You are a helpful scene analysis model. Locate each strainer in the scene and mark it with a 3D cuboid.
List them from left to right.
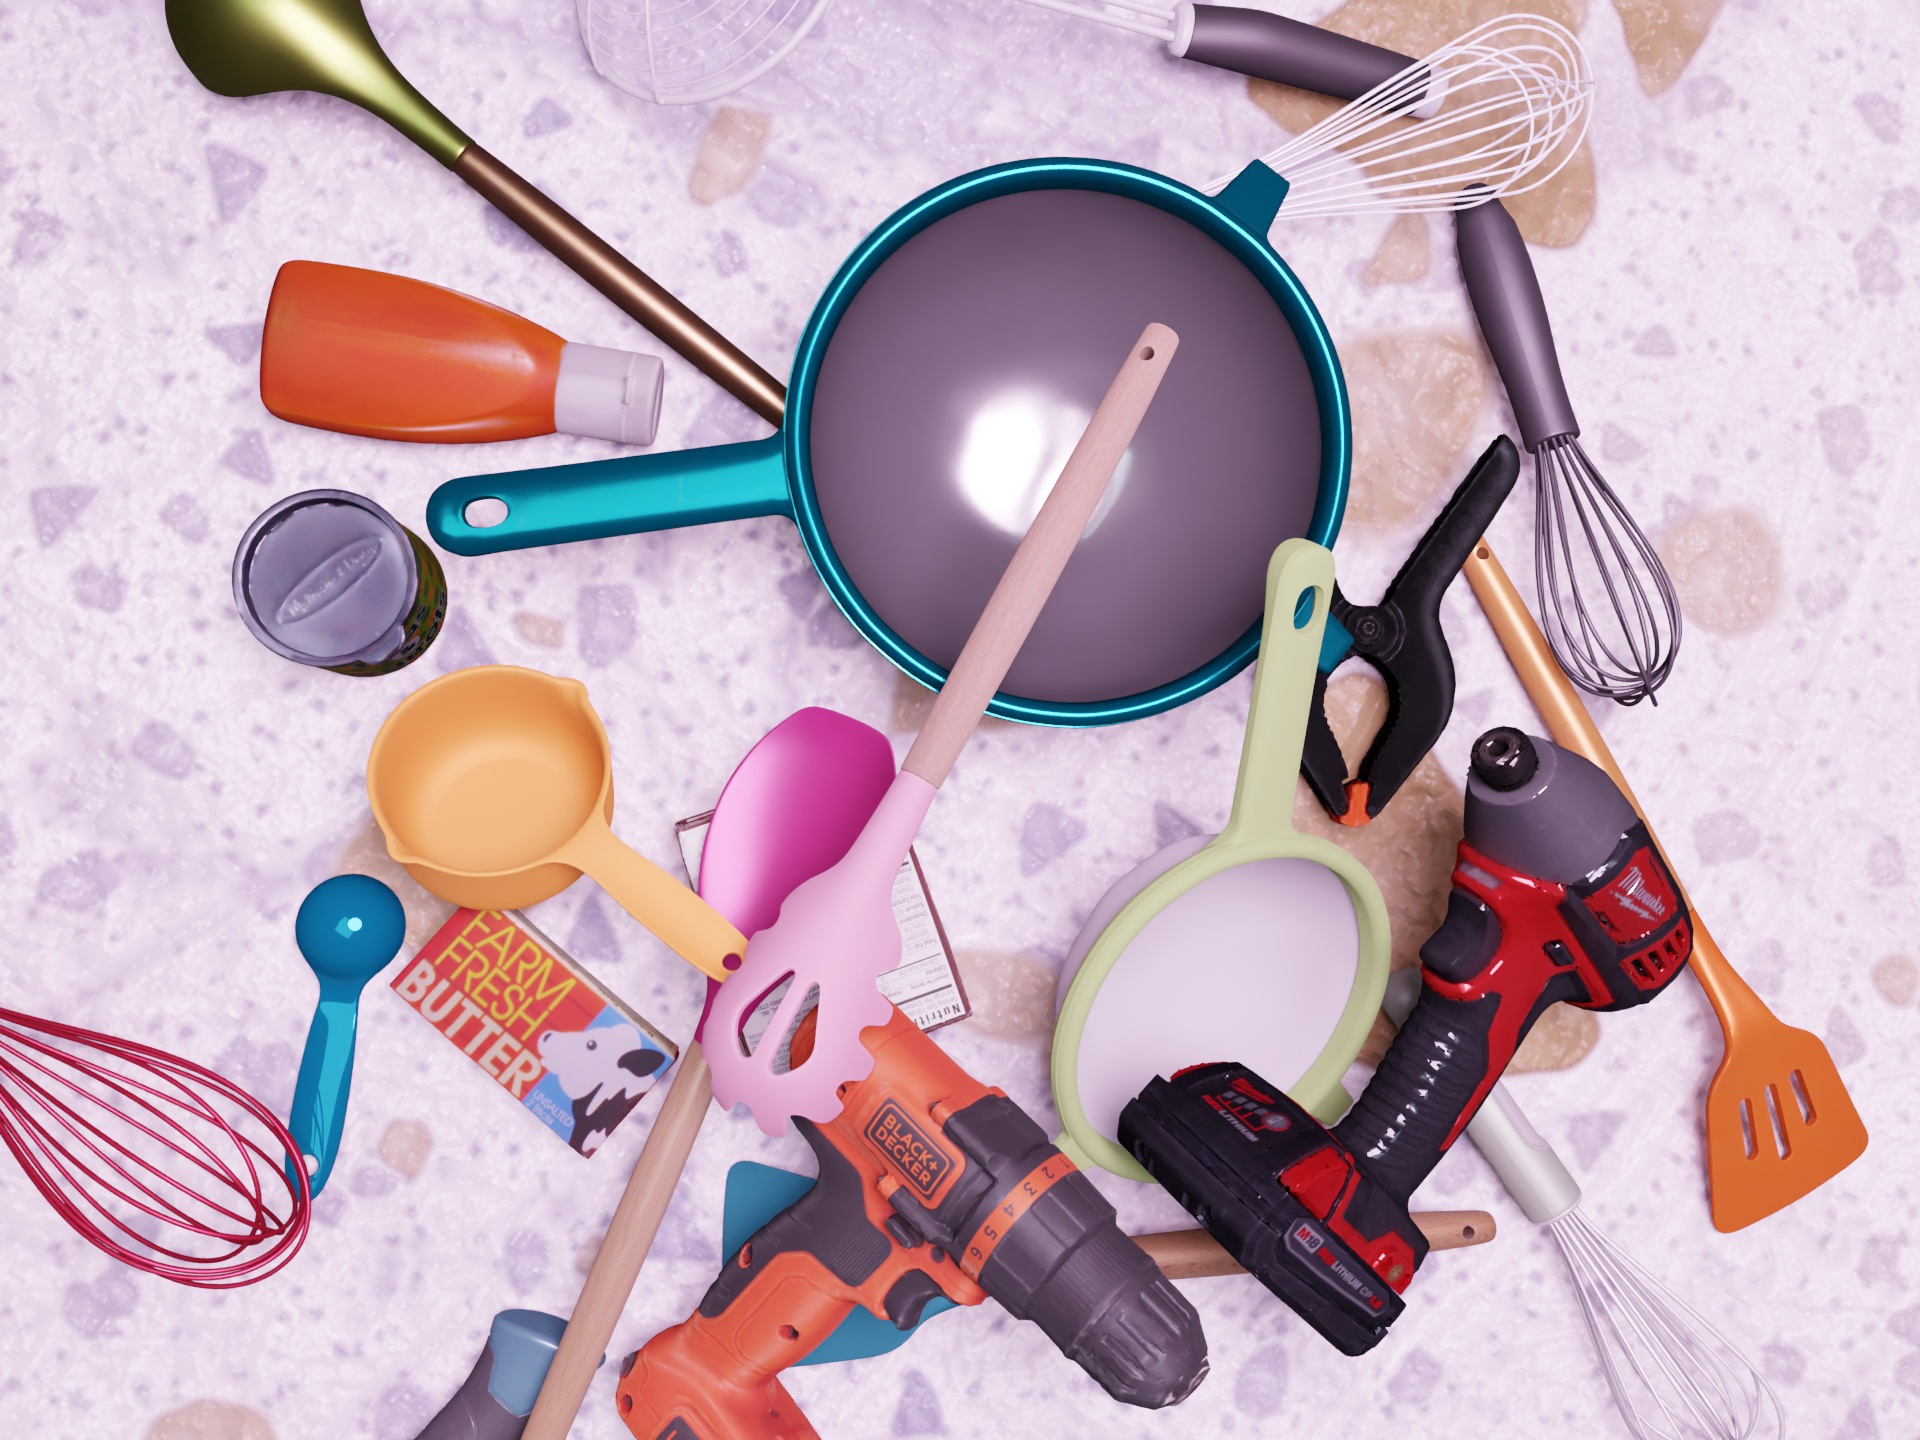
[{"bbox_3d":[-0.026,-0.093,0.619,0.340,0.095,0.211,-8,89,-4],"label":"strainer"},{"bbox_3d":[0.093,0.050,0.599,0.151,0.069,0.256,-5,114,-27],"label":"strainer"}]

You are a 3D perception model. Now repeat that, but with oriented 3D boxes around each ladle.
[{"bbox_3d":[-0.177,-0.207,0.643,0.320,0.062,0.078,37,85,-9],"label":"ladle"}]

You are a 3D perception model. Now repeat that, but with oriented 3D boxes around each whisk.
[{"bbox_3d":[-0.366,0.115,0.591,0.296,0.073,0.073,32,84,4],"label":"whisk"},{"bbox_3d":[0.123,-0.220,0.655,0.284,0.070,0.070,-18,88,2],"label":"whisk"},{"bbox_3d":[0.250,-0.118,0.669,0.055,0.055,0.239,-12,79,-7],"label":"whisk"},{"bbox_3d":[0.250,0.206,0.652,0.059,0.058,0.246,-36,86,23],"label":"whisk"}]

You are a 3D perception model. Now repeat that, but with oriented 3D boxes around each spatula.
[{"bbox_3d":[0.064,0.214,0.645,0.317,0.044,0.082,-1,85,-11],"label":"spatula"},{"bbox_3d":[0.288,0.061,0.678,0.081,0.041,0.323,-27,85,-8],"label":"spatula"}]

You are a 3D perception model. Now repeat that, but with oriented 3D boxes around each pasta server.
[{"bbox_3d":[-0.001,-0.002,0.557,0.060,0.040,0.316,27,81,9],"label":"pasta server"}]

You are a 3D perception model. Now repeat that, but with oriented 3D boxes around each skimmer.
[{"bbox_3d":[0.025,-0.291,0.670,0.363,0.090,0.127,7,79,-16],"label":"skimmer"}]

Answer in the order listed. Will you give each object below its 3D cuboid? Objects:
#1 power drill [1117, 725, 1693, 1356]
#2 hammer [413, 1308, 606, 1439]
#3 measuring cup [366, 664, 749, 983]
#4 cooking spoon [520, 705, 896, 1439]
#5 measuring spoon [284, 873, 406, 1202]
[{"bbox_3d":[0.170,0.109,0.582,0.219,0.079,0.143,-47,127,-6],"label":"power drill"},{"bbox_3d":[-0.260,0.356,0.595,0.128,0.033,0.331,41,83,-1],"label":"hammer"},{"bbox_3d":[-0.142,0.053,0.599,0.174,0.052,0.095,37,63,10],"label":"measuring cup"},{"bbox_3d":[-0.104,0.145,0.596,0.069,0.017,0.319,23,87,12],"label":"cooking spoon"},{"bbox_3d":[-0.246,0.124,0.617,0.042,0.021,0.129,8,84,-5],"label":"measuring spoon"}]
